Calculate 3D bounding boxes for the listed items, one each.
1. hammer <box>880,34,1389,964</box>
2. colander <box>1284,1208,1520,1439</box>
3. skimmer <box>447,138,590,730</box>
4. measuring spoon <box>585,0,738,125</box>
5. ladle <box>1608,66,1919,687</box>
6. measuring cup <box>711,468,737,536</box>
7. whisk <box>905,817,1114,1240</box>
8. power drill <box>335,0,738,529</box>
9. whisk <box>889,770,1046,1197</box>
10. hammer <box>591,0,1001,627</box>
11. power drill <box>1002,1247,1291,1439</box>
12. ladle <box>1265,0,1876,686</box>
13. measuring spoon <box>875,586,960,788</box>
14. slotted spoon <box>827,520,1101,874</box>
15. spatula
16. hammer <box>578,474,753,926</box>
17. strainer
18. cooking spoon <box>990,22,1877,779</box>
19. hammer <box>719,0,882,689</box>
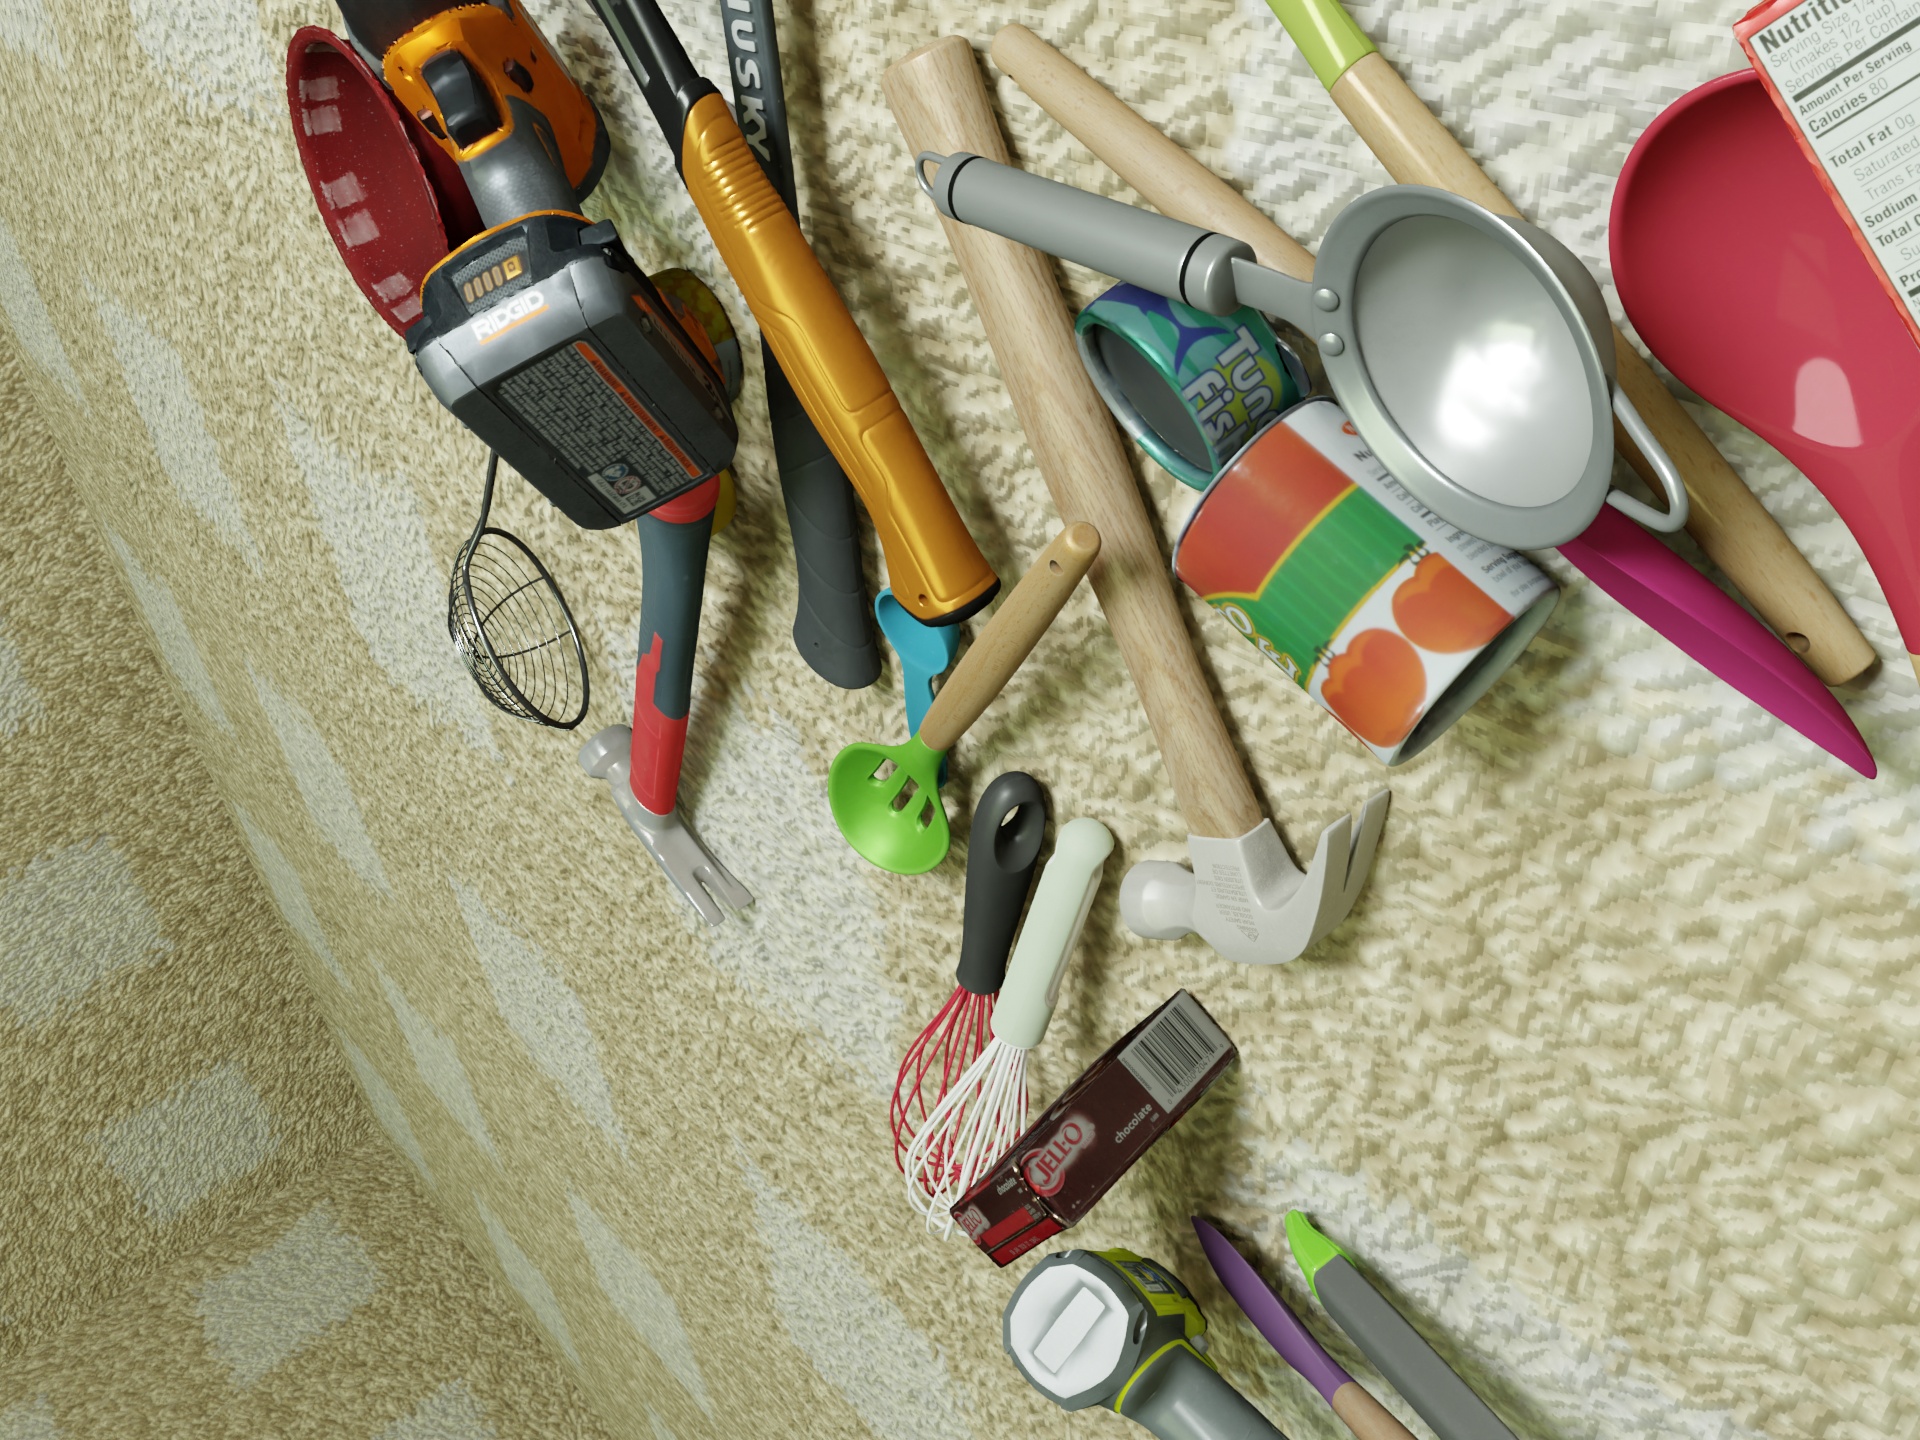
[{"bbox_3d":[0.052,-0.064,0.539,0.130,0.031,0.331,-2,115,57],"label":"hammer"},{"bbox_3d":[0.244,0.261,0.506,0.204,0.094,0.397,58,171,-29],"label":"colander"},{"bbox_3d":[-0.219,-0.143,0.856,0.127,0.090,0.363,-101,25,-43],"label":"skimmer"},{"bbox_3d":[-0.127,-0.262,0.635,0.124,0.018,0.034,51,149,8],"label":"measuring spoon"},{"bbox_3d":[0.227,0.005,0.350,0.069,0.031,0.315,-16,105,48],"label":"ladle"},{"bbox_3d":[-0.140,-0.095,0.807,0.062,0.029,0.156,49,157,10],"label":"measuring cup"},{"bbox_3d":[0.024,0.144,0.706,0.059,0.058,0.246,25,122,13],"label":"whisk"},{"bbox_3d":[-0.171,-0.201,0.594,0.227,0.084,0.164,66,-173,25],"label":"power drill"},{"bbox_3d":[0.008,0.134,0.760,0.073,0.073,0.295,39,139,30],"label":"whisk"},{"bbox_3d":[-0.072,-0.181,0.544,0.127,0.034,0.336,-7,118,51],"label":"hammer"},{"bbox_3d":[0.131,0.314,0.672,0.223,0.080,0.171,37,177,28],"label":"power drill"},{"bbox_3d":[0.103,-0.130,0.384,0.320,0.062,0.078,52,164,5],"label":"ladle"},{"bbox_3d":[-0.011,-0.015,0.698,0.042,0.021,0.128,34,151,28],"label":"measuring spoon"},{"bbox_3d":[-0.001,-0.002,0.639,0.070,0.031,0.313,45,154,4],"label":"slotted spoon"},{"bbox_3d":[0.161,0.271,0.606,0.059,0.018,0.316,65,168,-16],"label":"spatula"},{"bbox_3d":[-0.148,-0.008,0.843,0.143,0.038,0.386,50,155,12],"label":"hammer"},{"bbox_3d":[0.070,-0.109,0.388,0.259,0.050,0.086,34,154,39],"label":"strainer"},{"bbox_3d":[0.108,-0.098,0.417,0.017,0.068,0.319,-48,64,14],"label":"cooking spoon"},{"bbox_3d":[-0.063,-0.177,0.598,0.149,0.036,0.408,25,139,31],"label":"hammer"}]
